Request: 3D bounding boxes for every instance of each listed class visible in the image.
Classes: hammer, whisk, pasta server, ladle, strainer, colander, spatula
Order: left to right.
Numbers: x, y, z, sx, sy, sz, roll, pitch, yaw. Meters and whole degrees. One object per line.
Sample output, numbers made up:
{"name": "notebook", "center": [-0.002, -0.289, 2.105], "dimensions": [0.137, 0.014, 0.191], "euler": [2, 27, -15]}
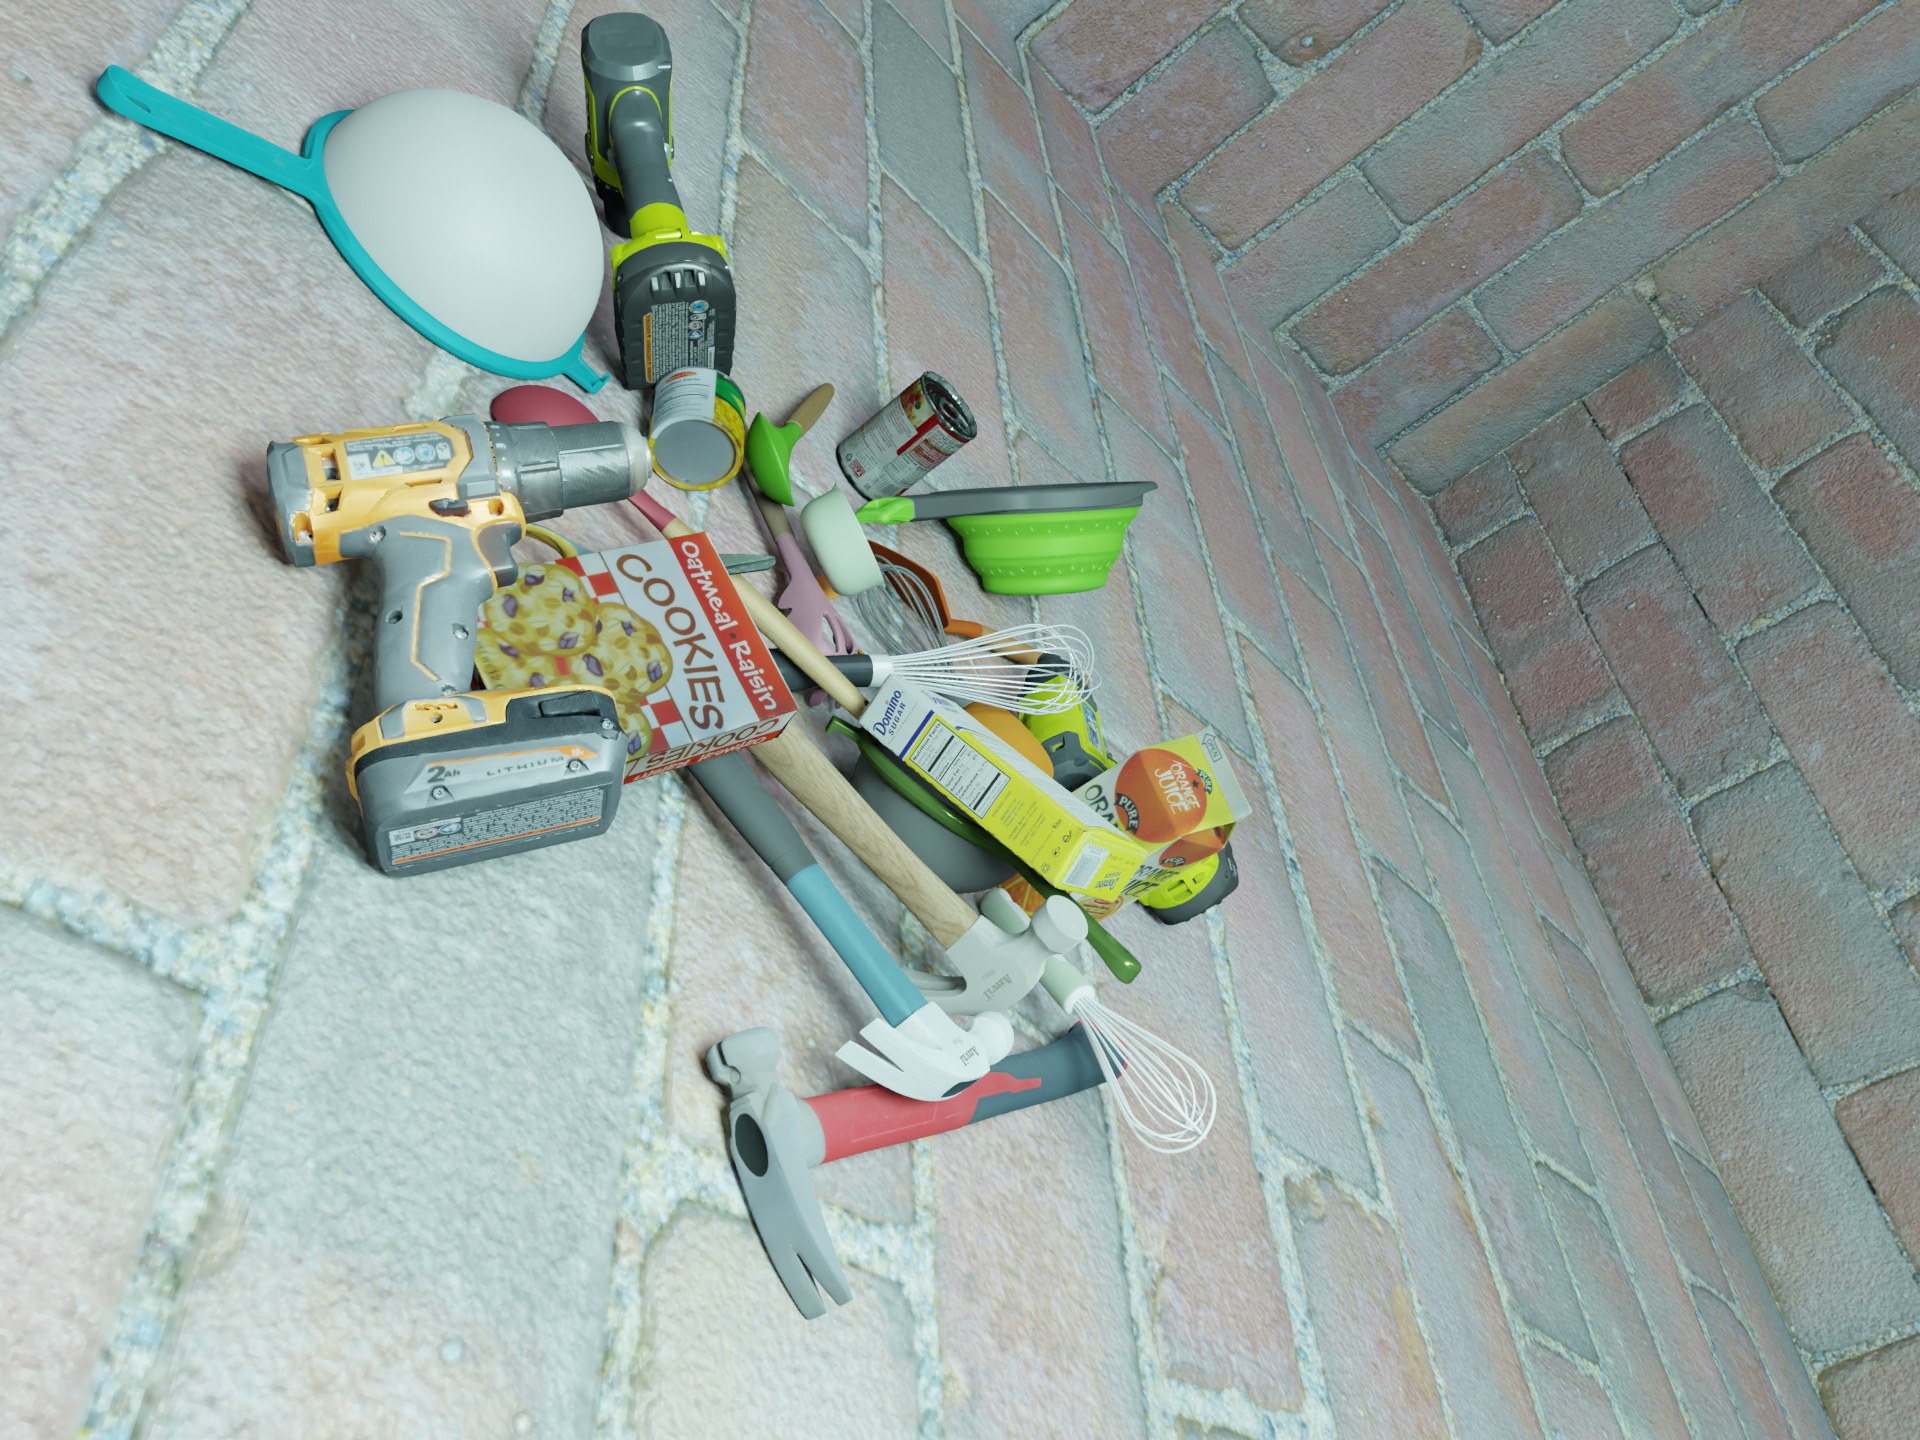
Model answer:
{"name": "strainer", "center": [-0.336, -0.338, 0.968], "dimensions": [0.340, 0.095, 0.211], "euler": [11, 50, -57]}
{"name": "ladle", "center": [-0.167, -0.104, 1.006], "dimensions": [0.315, 0.031, 0.069], "euler": [43, 33, -6]}
{"name": "pasta server", "center": [-0.140, -0.146, 1.156], "dimensions": [0.060, 0.040, 0.316], "euler": [8, 48, -46]}
{"name": "hammer", "center": [-0.098, 0.078, 0.910], "dimensions": [0.331, 0.033, 0.128], "euler": [51, 20, 10]}
{"name": "hammer", "center": [-0.080, 0.048, 0.960], "dimensions": [0.331, 0.130, 0.031], "euler": [45, 31, 3]}
{"name": "whisk", "center": [-0.029, -0.035, 1.086], "dimensions": [0.284, 0.070, 0.070], "euler": [-1, 56, -28]}
{"name": "whisk", "center": [-0.005, -0.026, 1.226], "dimensions": [0.239, 0.055, 0.055], "euler": [55, 26, -10]}
{"name": "hammer", "center": [0.006, 0.238, 0.946], "dimensions": [0.386, 0.038, 0.143], "euler": [7, 55, -57]}
{"name": "strainer", "center": [0.012, 0.099, 1.015], "dimensions": [0.257, 0.069, 0.151], "euler": [42, 11, 36]}
{"name": "spatula", "center": [0.031, -0.077, 1.346], "dimensions": [0.081, 0.041, 0.322], "euler": [30, 6, 36]}
{"name": "colander", "center": [0.033, -0.148, 1.340], "dimensions": [0.397, 0.204, 0.094], "euler": [-18, 108, -58]}
{"name": "whisk", "center": [0.083, 0.188, 1.043], "dimensions": [0.057, 0.059, 0.247], "euler": [39, 5, -47]}

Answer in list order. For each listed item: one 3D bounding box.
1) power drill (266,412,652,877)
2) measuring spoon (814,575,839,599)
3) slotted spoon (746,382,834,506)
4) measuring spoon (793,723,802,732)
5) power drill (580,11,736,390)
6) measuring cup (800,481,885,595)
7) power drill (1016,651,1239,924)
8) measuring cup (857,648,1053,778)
{"name": "power drill", "center": [-0.222, -0.053, 0.770], "dimensions": [0.185, 0.084, 0.226], "euler": [-12, 64, -21]}
{"name": "measuring spoon", "center": [-0.095, -0.104, 1.199], "dimensions": [0.021, 0.011, 0.117], "euler": [57, 28, 4]}
{"name": "slotted spoon", "center": [-0.126, -0.227, 1.231], "dimensions": [0.314, 0.031, 0.070], "euler": [-80, 153, -68]}
{"name": "measuring spoon", "center": [-0.148, -0.012, 1.007], "dimensions": [0.124, 0.018, 0.034], "euler": [42, 40, -12]}
{"name": "power drill", "center": [-0.222, -0.353, 1.134], "dimensions": [0.080, 0.190, 0.229], "euler": [-10, 69, -14]}
{"name": "measuring cup", "center": [-0.095, -0.133, 1.180], "dimensions": [0.083, 0.038, 0.168], "euler": [65, -6, -13]}
{"name": "power drill", "center": [0.130, 0.052, 1.302], "dimensions": [0.223, 0.080, 0.171], "euler": [44, 24, -32]}
{"name": "measuring cup", "center": [-0.002, -0.004, 1.166], "dimensions": [0.174, 0.052, 0.095], "euler": [47, -10, 8]}
